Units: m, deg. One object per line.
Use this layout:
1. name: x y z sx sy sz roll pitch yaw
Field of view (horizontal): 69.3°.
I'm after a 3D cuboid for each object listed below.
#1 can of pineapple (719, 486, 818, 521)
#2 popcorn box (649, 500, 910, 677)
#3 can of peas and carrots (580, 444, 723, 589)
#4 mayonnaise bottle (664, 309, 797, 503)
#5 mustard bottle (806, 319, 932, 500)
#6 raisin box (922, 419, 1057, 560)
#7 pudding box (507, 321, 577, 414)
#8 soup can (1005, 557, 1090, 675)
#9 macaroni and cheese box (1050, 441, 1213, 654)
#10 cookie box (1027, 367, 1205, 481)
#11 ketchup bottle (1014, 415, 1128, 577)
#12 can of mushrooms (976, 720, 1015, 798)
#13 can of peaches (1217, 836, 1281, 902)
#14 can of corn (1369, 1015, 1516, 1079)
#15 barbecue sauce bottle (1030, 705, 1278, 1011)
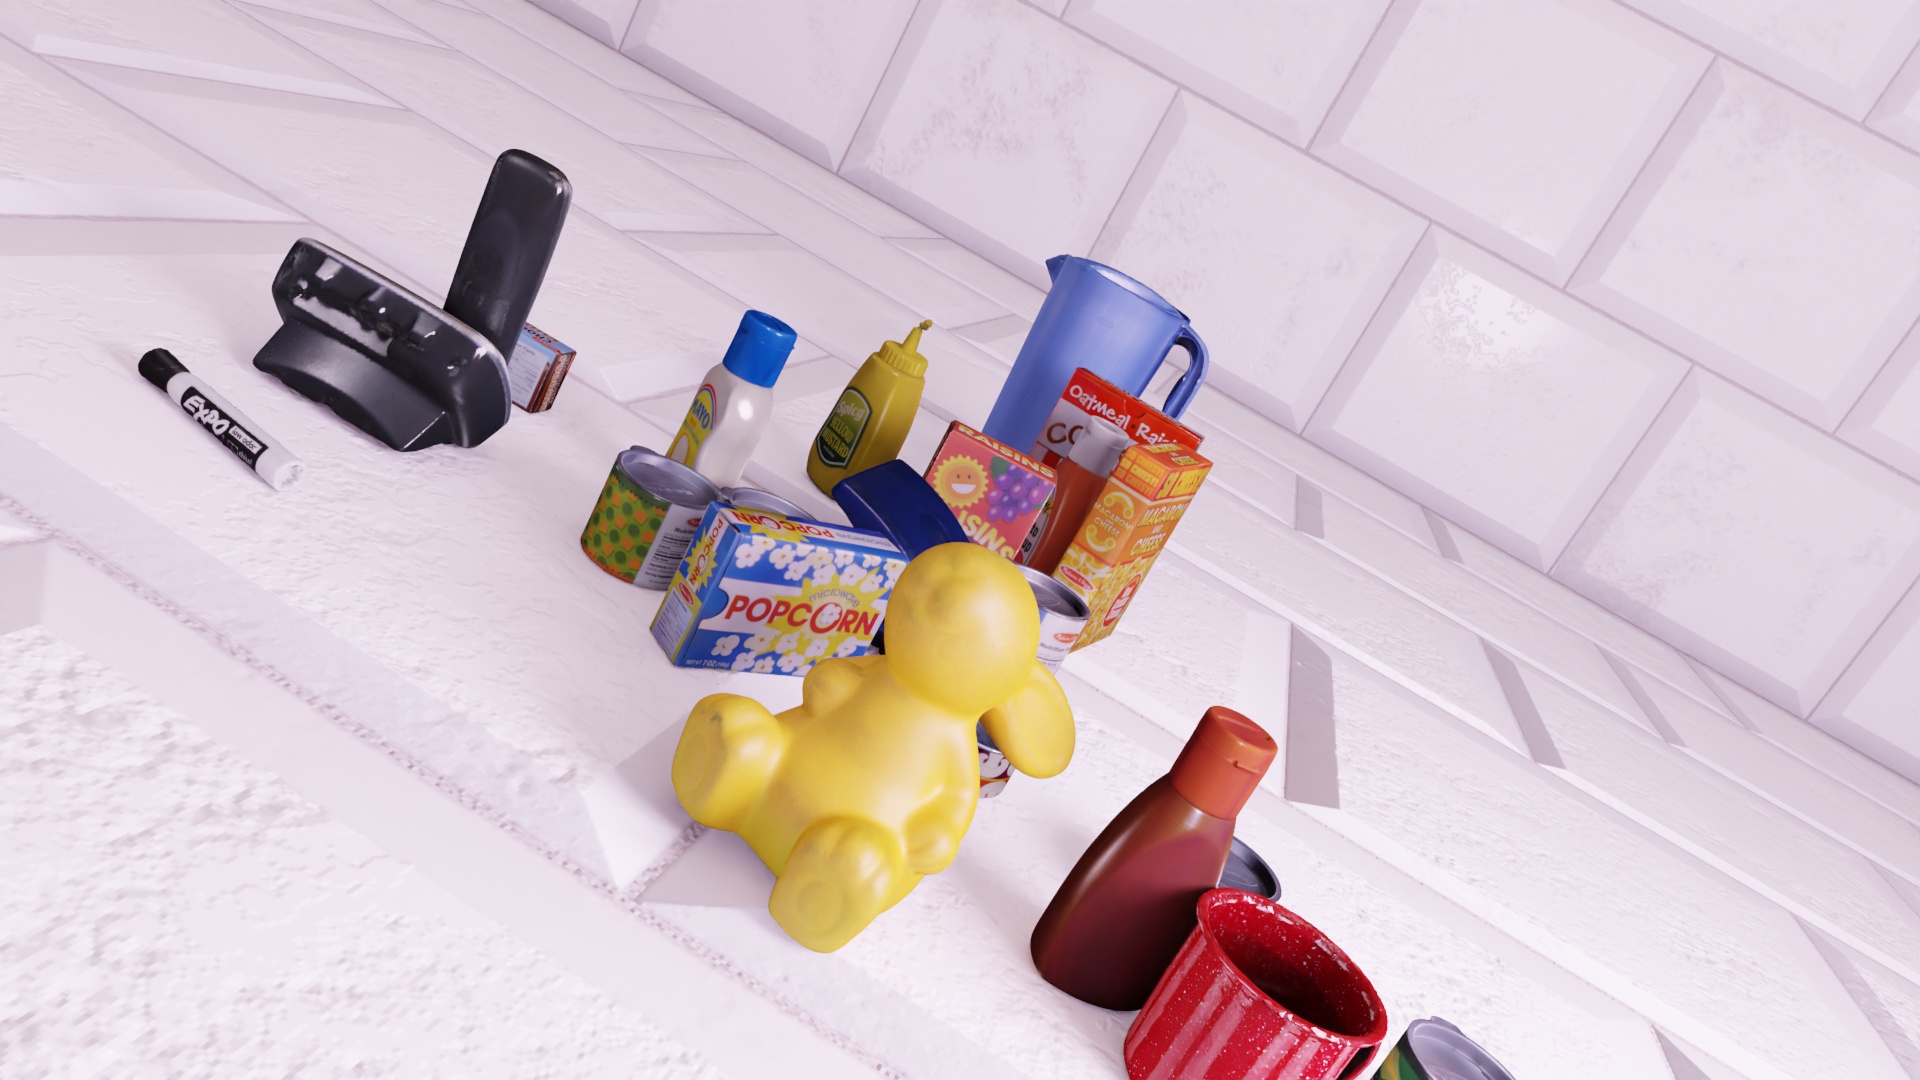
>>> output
1. can of pineapple: -0.125 0.007 0.849 0.071 0.057 0.071 26 17 -8
2. popcorn box: -0.098 0.031 0.776 0.127 0.085 0.038 11 24 -45
3. can of peas and carrots: -0.183 -0.014 0.816 0.071 0.058 0.071 26 17 -8
4. mayonnaise bottle: -0.152 -0.075 0.889 0.041 0.147 0.065 16 21 -37
5. mustard bottle: -0.065 -0.107 1.096 0.049 0.159 0.065 10 25 -47
6. raisin box: 0.004 -0.012 0.996 0.086 0.123 0.040 27 16 -5
7. pudding box: -0.314 -0.130 0.959 0.084 0.049 0.030 30 17 4
8. soup can: 0.033 0.064 0.889 0.071 0.083 0.071 26 17 -8
9. macaroni and cheese box: 0.120 0.004 1.059 0.040 0.166 0.124 34 17 18
10. cookie box: 0.116 -0.048 1.199 0.123 0.167 0.040 31 17 8
11. ketchup bottle: 0.086 -0.029 1.131 0.043 0.148 0.065 23 18 -20
12. can of mushrooms: 0.001 0.113 0.785 0.071 0.033 0.071 26 17 -8
13. can of peaches: 0.123 0.186 0.725 0.071 0.058 0.071 26 17 -8
14. can of corn: 0.221 0.267 0.646 0.071 0.058 0.071 26 17 -8
15. barbecue sauce bottle: 0.092 0.146 0.638 0.065 0.148 0.044 24 17 -17
